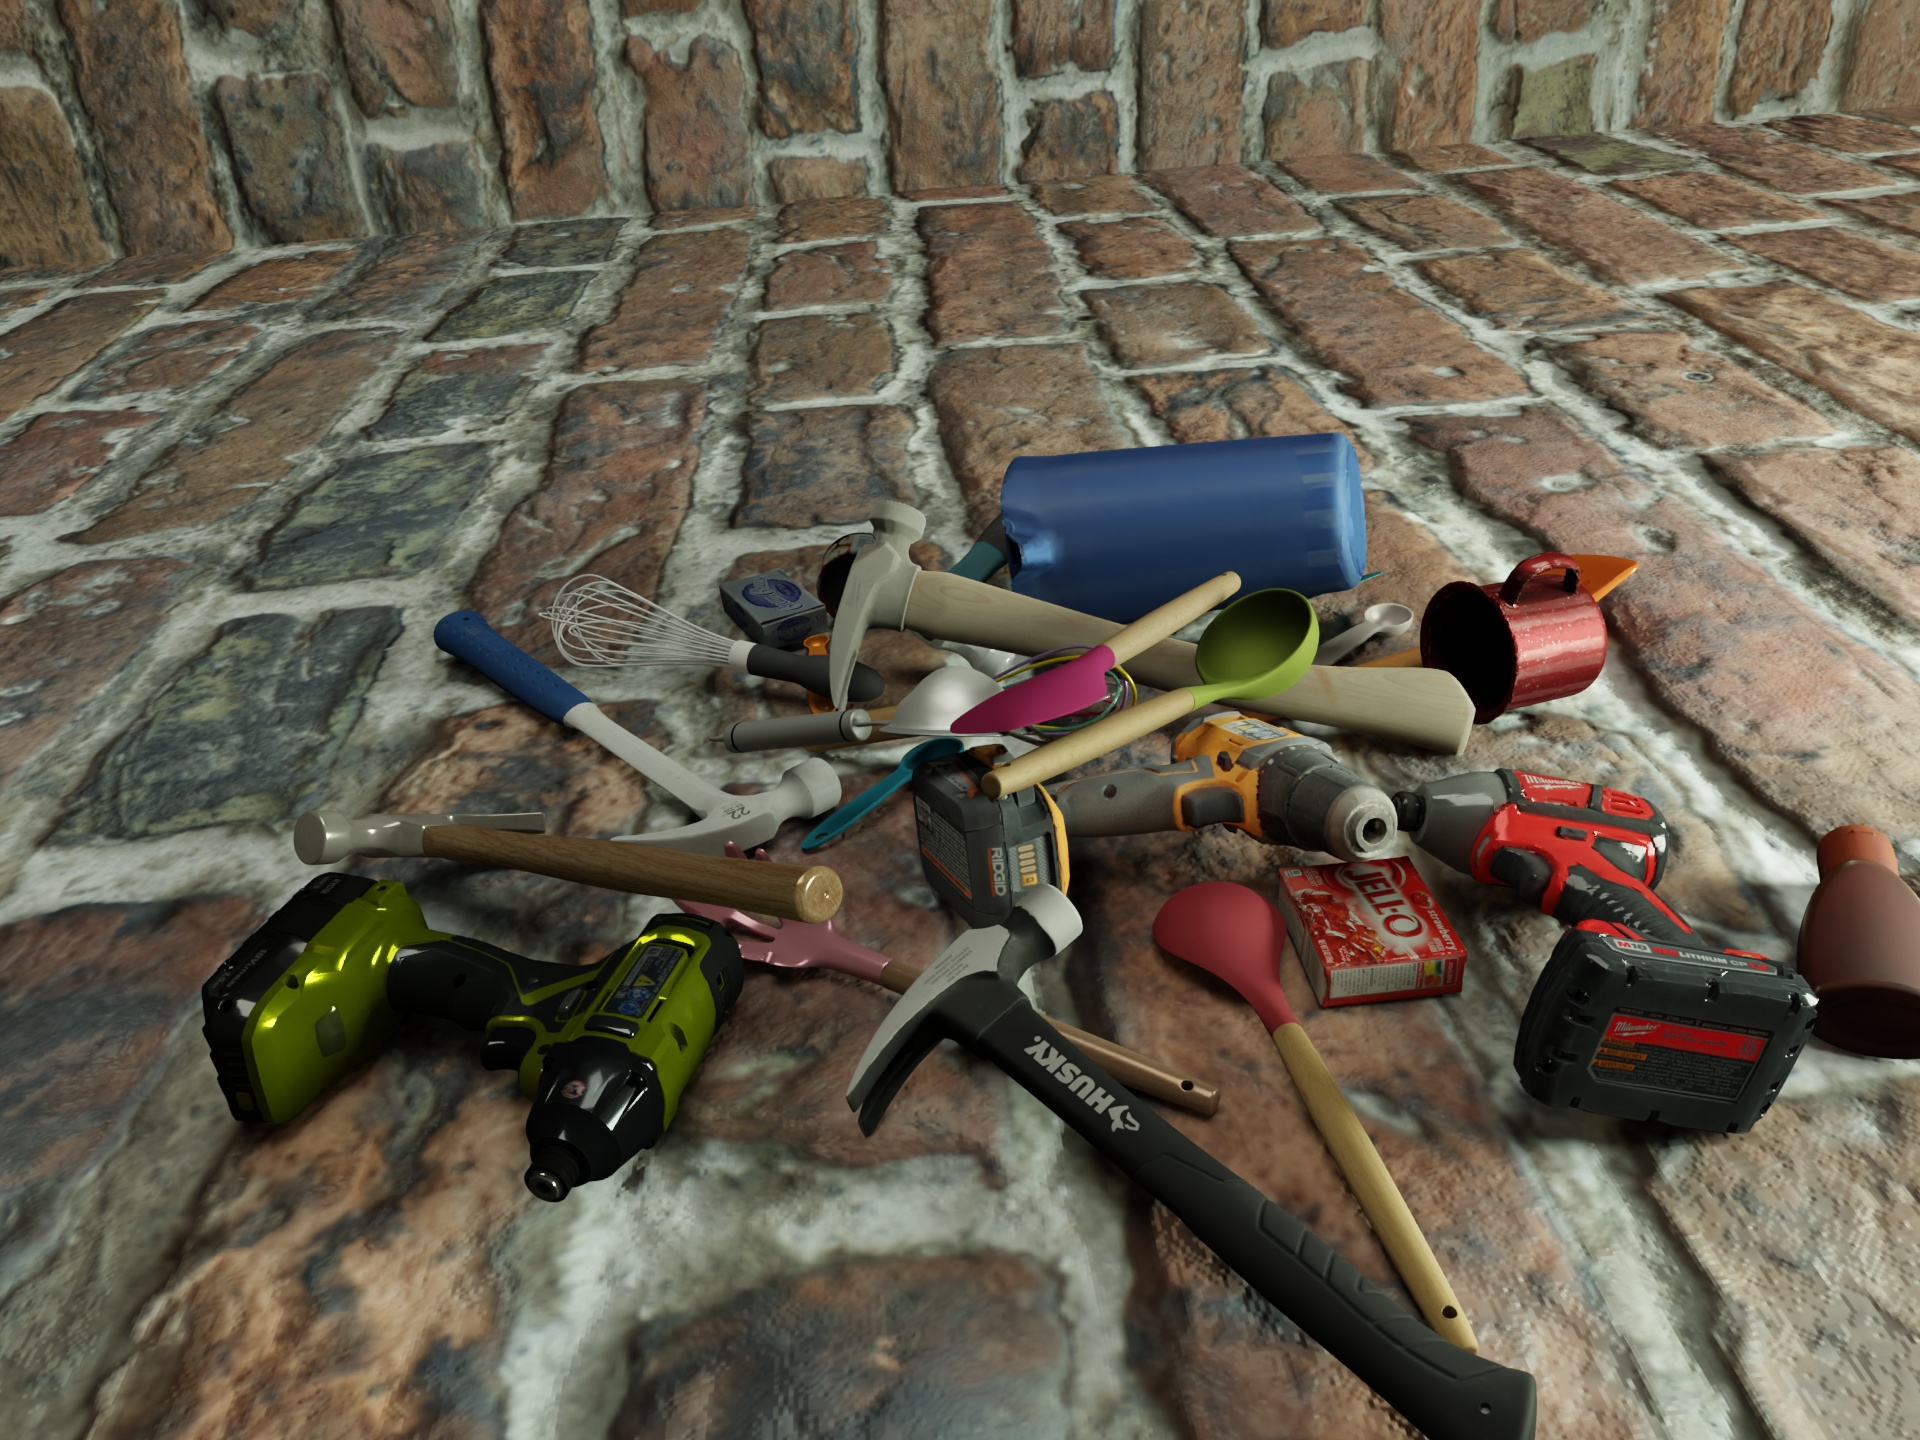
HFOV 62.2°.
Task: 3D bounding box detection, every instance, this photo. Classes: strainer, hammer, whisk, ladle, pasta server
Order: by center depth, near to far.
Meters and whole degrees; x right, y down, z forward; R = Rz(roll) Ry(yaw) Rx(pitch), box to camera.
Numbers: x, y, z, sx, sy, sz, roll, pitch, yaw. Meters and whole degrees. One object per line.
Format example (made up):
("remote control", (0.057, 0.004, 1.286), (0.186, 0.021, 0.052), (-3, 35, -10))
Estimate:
("hammer", (0.090, 0.195, 0.661), (0.146, 0.035, 0.335), (-37, 45, -21))
("ladle", (0.160, 0.164, 0.738), (0.069, 0.031, 0.316), (-12, 31, -7))
("pasta server", (-0.017, 0.133, 0.804), (0.316, 0.040, 0.060), (16, 60, 30))
("hammer", (-0.199, 0.074, 0.844), (0.331, 0.031, 0.130), (4, 0, 34))
("ladle", (0.107, -0.017, 0.873), (0.078, 0.062, 0.320), (-6, 9, 39))
("strainer", (-0.055, 0.000, 0.916), (0.258, 0.050, 0.087), (-6, 0, 38))
("whisk", (-0.001, -0.001, 0.987), (0.245, 0.047, 0.051), (-9, 58, 33))
("hammer", (0.118, -0.031, 1.027), (0.411, 0.146, 0.038), (14, -12, 11))
("hammer", (-0.257, 0.001, 1.075), (0.144, 0.035, 0.406), (-25, 35, -33))
("whisk", (-0.181, -0.051, 1.133), (0.285, 0.070, 0.070), (13, 33, 23))
("hammer", (0.027, -0.132, 1.245), (0.128, 0.033, 0.331), (35, 31, 2))

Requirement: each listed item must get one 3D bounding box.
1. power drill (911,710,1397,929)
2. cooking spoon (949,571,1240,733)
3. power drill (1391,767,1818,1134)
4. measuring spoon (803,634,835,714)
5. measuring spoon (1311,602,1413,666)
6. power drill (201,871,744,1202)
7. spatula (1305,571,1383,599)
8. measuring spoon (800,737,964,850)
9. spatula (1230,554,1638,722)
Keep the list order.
("power drill", (0.104, 0.053, 0.857), (0.226, 0.084, 0.185), (-10, 14, -15))
("cooking spoon", (0.092, -0.043, 0.897), (0.069, 0.017, 0.319), (-3, 15, 34))
("power drill", (0.298, 0.093, 0.772), (0.143, 0.078, 0.220), (10, 26, -5))
("measuring spoon", (-0.100, -0.030, 1.138), (0.021, 0.011, 0.117), (-12, 33, -1))
("measuring spoon", (0.272, -0.049, 1.120), (0.124, 0.018, 0.034), (-30, 38, -27))
("power drill", (-0.237, 0.149, 0.768), (0.223, 0.080, 0.171), (7, 30, 13))
("spatula", (0.229, -0.142, 1.257), (0.082, 0.044, 0.318), (-19, 30, -5))
("measuring spoon", (-0.046, 0.051, 0.982), (0.128, 0.021, 0.042), (-35, 28, -29))
("spatula", (0.318, -0.053, 1.087), (0.322, 0.041, 0.081), (-18, 16, -20))
